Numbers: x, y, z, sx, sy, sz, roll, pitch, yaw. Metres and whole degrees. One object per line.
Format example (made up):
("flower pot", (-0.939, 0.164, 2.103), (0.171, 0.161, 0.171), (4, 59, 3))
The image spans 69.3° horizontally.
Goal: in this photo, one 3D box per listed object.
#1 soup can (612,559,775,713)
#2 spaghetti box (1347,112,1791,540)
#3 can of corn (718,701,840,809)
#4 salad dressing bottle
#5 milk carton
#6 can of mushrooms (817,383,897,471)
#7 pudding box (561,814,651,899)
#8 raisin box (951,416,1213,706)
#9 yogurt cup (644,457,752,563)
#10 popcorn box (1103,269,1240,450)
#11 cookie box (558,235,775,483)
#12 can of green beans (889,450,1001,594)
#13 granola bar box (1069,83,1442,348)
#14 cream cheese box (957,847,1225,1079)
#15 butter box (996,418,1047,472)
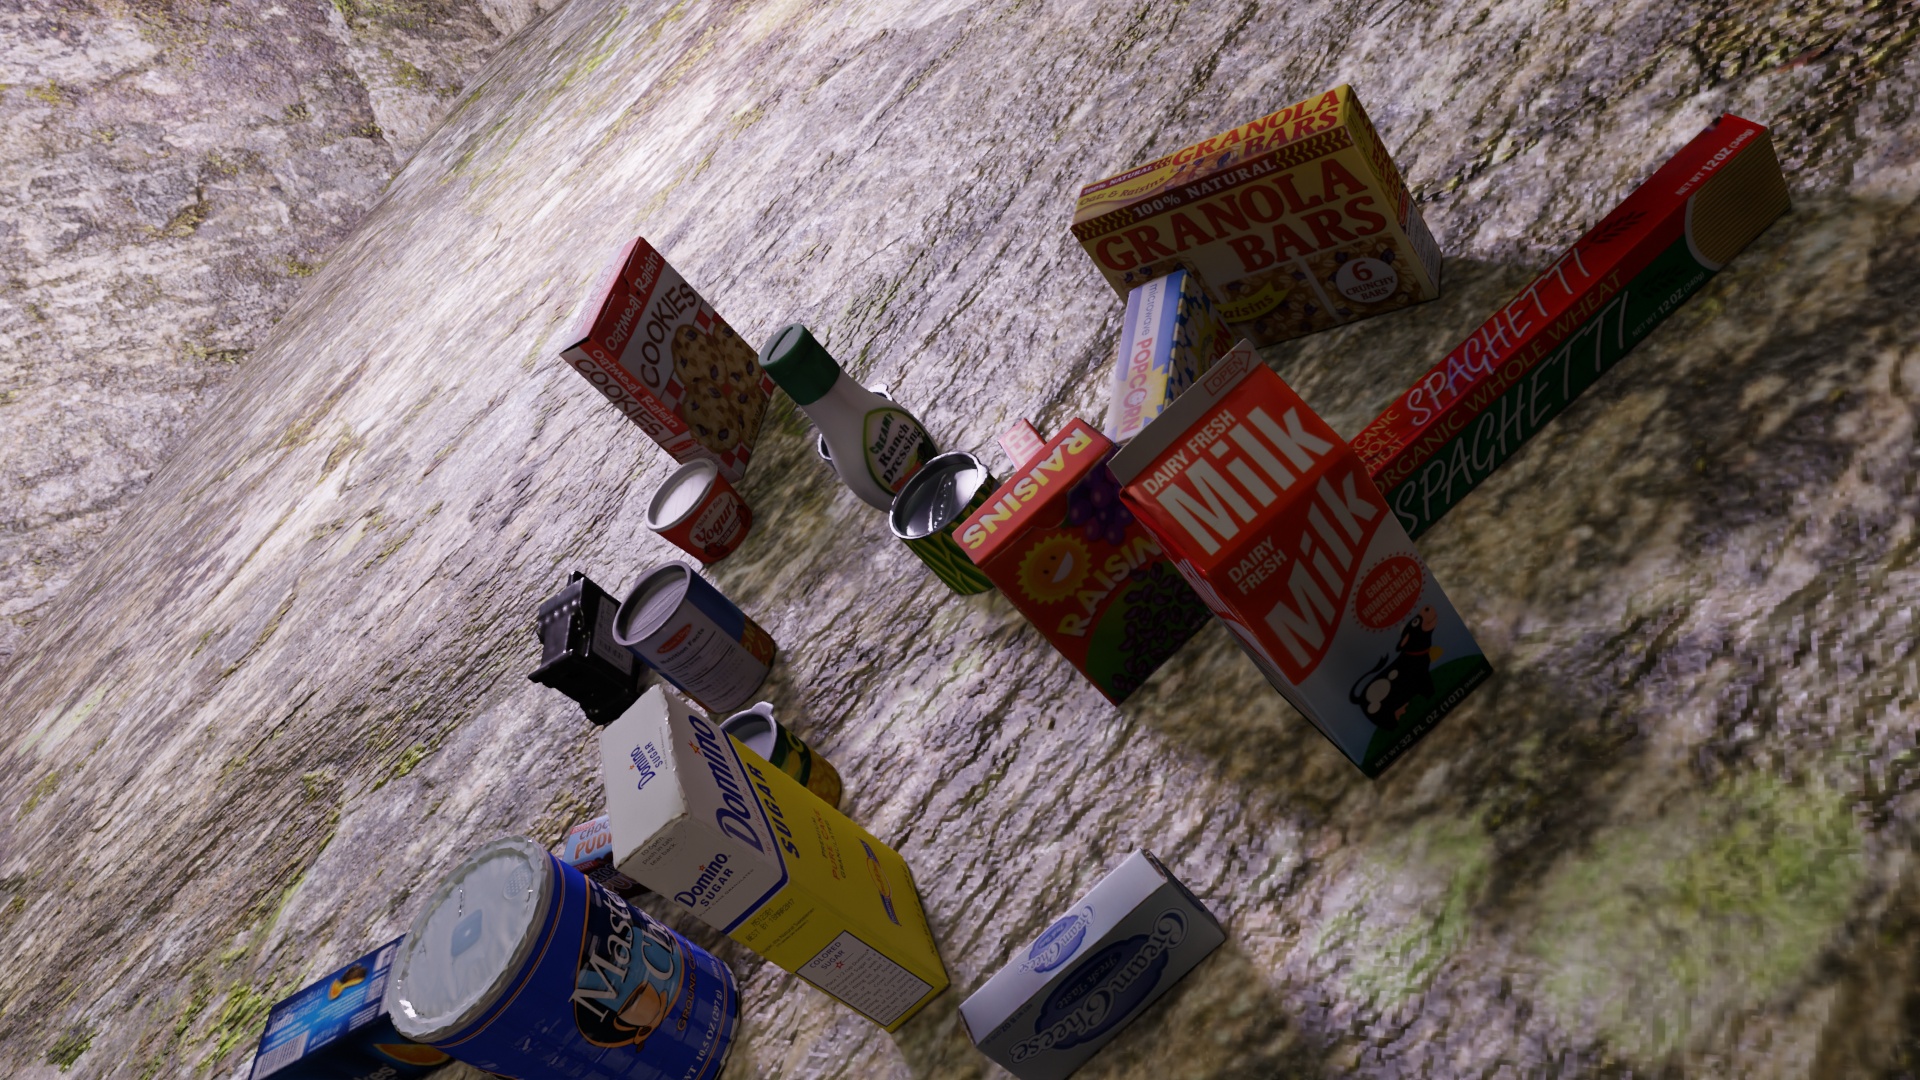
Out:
("soup can", (-0.172, 0.062, 0.900), (0.071, 0.083, 0.072), (-27, 38, 23))
("spaghetti box", (0.274, -0.093, 0.643), (0.250, 0.050, 0.029), (-42, 34, 2))
("can of corn", (-0.109, 0.136, 0.780), (0.071, 0.058, 0.071), (-27, 38, 23))
("salad dressing bottle", (-0.068, -0.075, 0.884), (0.044, 0.147, 0.064), (4, 56, 48))
("milk carton", (0.132, 0.006, 0.557), (0.072, 0.190, 0.074), (-43, 34, 2))
("can of mushrooms", (-0.064, -0.074, 0.980), (0.071, 0.033, 0.071), (-27, 38, 23))
("pudding box", (-0.188, 0.181, 0.819), (0.083, 0.049, 0.030), (-23, 39, 27))
("raisin box", (0.066, 0.012, 0.676), (0.086, 0.123, 0.040), (-43, 34, 1))
("yogurt cup", (-0.193, -0.020, 1.034), (0.072, 0.054, 0.073), (-27, 38, 23))
("popcorn box", (0.120, -0.072, 0.746), (0.038, 0.085, 0.127), (-17, 42, 34))
("cookie box", (-0.223, -0.139, 1.091), (0.040, 0.167, 0.123), (-20, 41, 31))
("can of green beans", (0.001, -0.010, 0.824), (0.071, 0.057, 0.071), (-27, 38, 23))
("granola bar box", (0.163, -0.167, 0.769), (0.165, 0.124, 0.039), (-12, 45, 38))
("cream cheese box", (0.055, 0.178, 0.573), (0.104, 0.053, 0.024), (-42, 34, 2))
("butter box", (0.058, -0.025, 0.787), (0.024, 0.053, 0.104), (-39, 34, 7))
